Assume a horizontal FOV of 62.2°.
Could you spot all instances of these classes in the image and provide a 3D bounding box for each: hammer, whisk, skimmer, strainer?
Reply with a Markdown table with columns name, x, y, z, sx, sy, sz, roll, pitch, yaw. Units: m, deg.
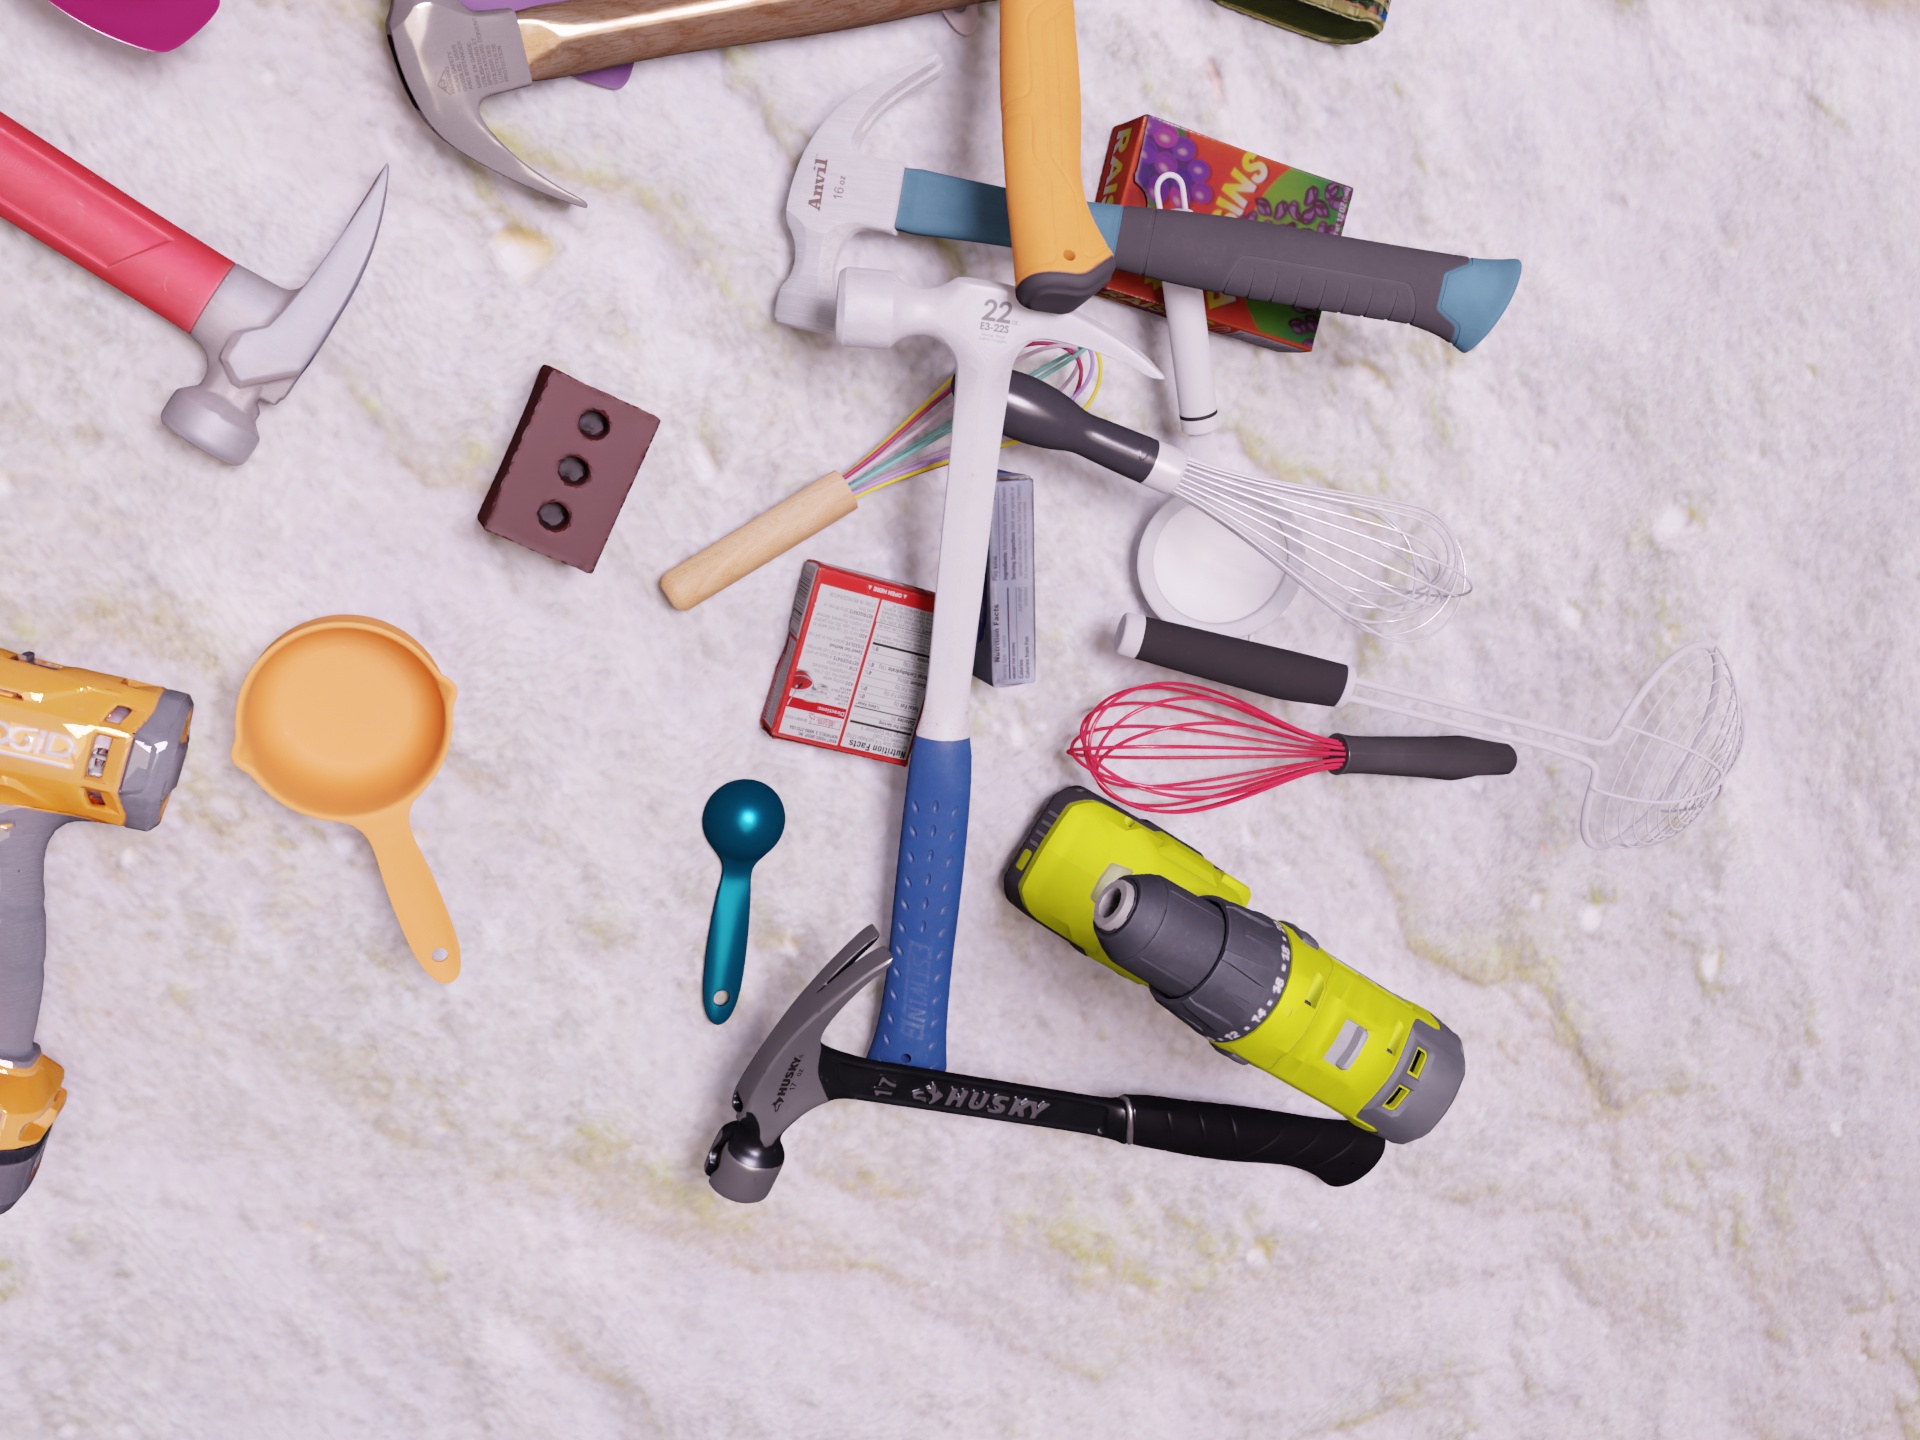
| name | x | y | z | sx | sy | sz | roll | pitch | yaw |
| --- | --- | --- | --- | --- | --- | --- | --- | --- | --- |
| hammer | -0.081 | -0.315 | 0.702 | 0.331 | 0.031 | 0.130 | -18 | 121 | -17 |
| whisk | -0.034 | -0.120 | 0.769 | 0.245 | 0.051 | 0.047 | -32 | 116 | -8 |
| skimmer | 0.254 | -0.013 | 0.850 | 0.363 | 0.090 | 0.127 | 13 | 111 | -7 |
| whisk | 0.126 | -0.111 | 0.767 | 0.284 | 0.070 | 0.070 | 21 | 94 | -15 |
| hammer | 0.085 | -0.217 | 0.726 | 0.331 | 0.033 | 0.128 | 11 | 101 | 3 |
| strainer | 0.122 | -0.144 | 0.800 | 0.087 | 0.050 | 0.258 | -9 | 118 | 6 |
| hammer | -0.418 | -0.262 | 0.603 | 0.386 | 0.038 | 0.143 | 33 | 88 | -23 |
| hammer | -0.001 | -0.002 | 0.760 | 0.144 | 0.035 | 0.405 | 4 | 113 | -5 |
| hammer | 0.025 | -0.337 | 0.685 | 0.127 | 0.034 | 0.337 | 1 | 79 | -20 |
| whisk | 0.190 | 0.018 | 0.873 | 0.295 | 0.073 | 0.073 | 2 | 101 | -25 |
| hammer | 0.075 | 0.207 | 0.853 | 0.408 | 0.036 | 0.149 | 16 | 109 | -30 |

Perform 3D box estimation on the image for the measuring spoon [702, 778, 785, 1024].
| name | x | y | z | sx | sy | sz | roll | pitch | yaw |
| --- | --- | --- | --- | --- | --- | --- | --- | --- | --- |
| measuring spoon | -0.112 | 0.094 | 0.796 | 0.042 | 0.021 | 0.128 | 5 | 98 | -21 |

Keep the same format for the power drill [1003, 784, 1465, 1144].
| name | x | y | z | sx | sy | sz | roll | pitch | yaw |
| --- | --- | --- | --- | --- | --- | --- | --- | --- | --- |
| power drill | 0.109 | 0.105 | 0.766 | 0.190 | 0.229 | 0.080 | 32 | 90 | -23 |

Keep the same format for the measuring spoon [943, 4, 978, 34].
| name | x | y | z | sx | sy | sz | roll | pitch | yaw |
| --- | --- | --- | --- | --- | --- | --- | --- | --- | --- |
| measuring spoon | -0.020 | -0.380 | 0.736 | 0.034 | 0.018 | 0.124 | -29 | 116 | -10 |

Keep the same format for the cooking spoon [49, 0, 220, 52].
| name | x | y | z | sx | sy | sz | roll | pitch | yaw |
| --- | --- | --- | --- | --- | --- | --- | --- | --- | --- |
| cooking spoon | -0.409 | -0.364 | 0.561 | 0.318 | 0.017 | 0.069 | 41 | 60 | -21 |

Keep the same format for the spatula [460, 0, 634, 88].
| name | x | y | z | sx | sy | sz | roll | pitch | yaw |
| --- | --- | --- | --- | --- | --- | --- | --- | --- | --- |
| spatula | -0.273 | -0.334 | 0.627 | 0.315 | 0.018 | 0.060 | 12 | 95 | -32 |

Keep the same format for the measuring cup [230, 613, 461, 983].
| name | x | y | z | sx | sy | sz | roll | pitch | yaw |
| --- | --- | --- | --- | --- | --- | --- | --- | --- | --- |
| measuring cup | -0.261 | 0.035 | 0.716 | 0.095 | 0.052 | 0.173 | -20 | 109 | -15 |

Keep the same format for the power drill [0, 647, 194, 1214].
| name | x | y | z | sx | sy | sz | roll | pitch | yaw |
| --- | --- | --- | --- | --- | --- | --- | --- | --- | --- |
| power drill | -0.437 | 0.072 | 0.646 | 0.185 | 0.084 | 0.226 | 16 | 91 | -22 |
